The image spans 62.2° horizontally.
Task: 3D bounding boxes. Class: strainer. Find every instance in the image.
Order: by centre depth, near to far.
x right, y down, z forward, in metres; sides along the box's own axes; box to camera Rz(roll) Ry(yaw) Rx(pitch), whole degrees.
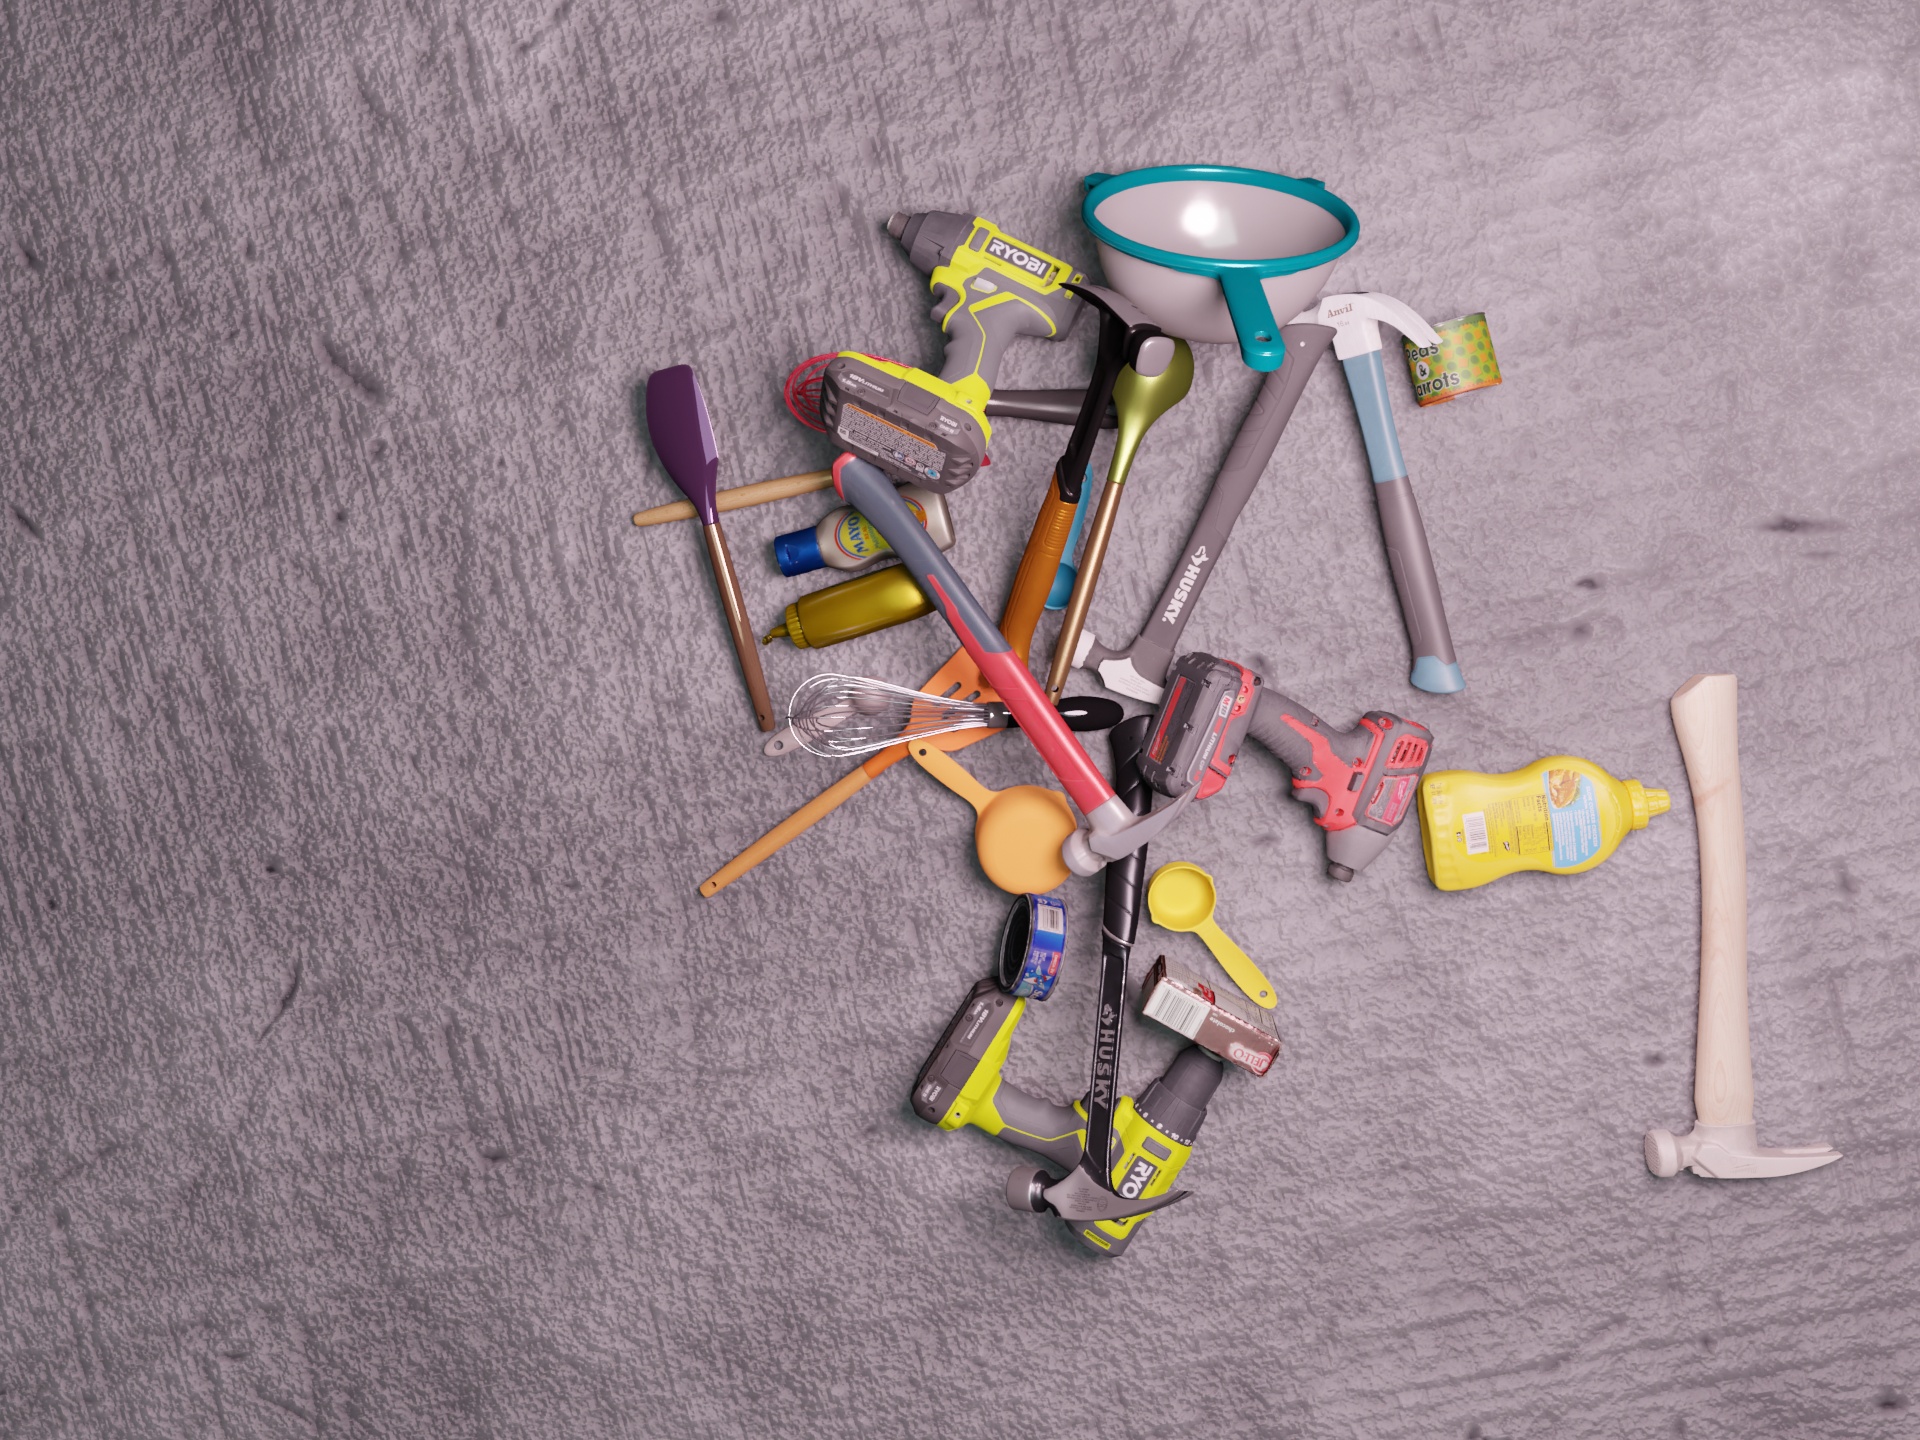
[{"bbox_3d":[0.197,-0.312,1.186,0.211,0.341,0.095,1,129,-1],"label":"strainer"}]

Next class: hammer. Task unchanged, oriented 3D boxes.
[{"bbox_3d":[0.031,-0.062,1.244,0.386,0.038,0.143,54,138,3],"label":"hammer"},{"bbox_3d":[0.074,-0.173,1.261,0.034,0.127,0.336,-2,127,-29],"label":"hammer"},{"bbox_3d":[0.347,-0.180,1.274,0.128,0.033,0.331,-7,103,46],"label":"hammer"},{"bbox_3d":[0.129,0.193,1.280,0.149,0.036,0.409,-2,73,32],"label":"hammer"},{"bbox_3d":[0.215,-0.164,1.284,0.146,0.035,0.334,26,106,3],"label":"hammer"},{"bbox_3d":[0.628,0.167,1.289,0.146,0.038,0.410,-3,94,5],"label":"hammer"}]

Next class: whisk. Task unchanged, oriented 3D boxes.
[{"bbox_3d":[-0.002,-0.004,1.311,0.284,0.070,0.070,-1,95,-11],"label":"whisk"},{"bbox_3d":[0.002,-0.264,1.315,0.296,0.073,0.073,3,95,-1],"label":"whisk"}]

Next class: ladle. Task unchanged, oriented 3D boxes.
[{"bbox_3d":[0.117,-0.167,1.292,0.078,0.062,0.320,16,97,-4],"label":"ladle"},{"bbox_3d":[-0.130,-0.199,1.339,0.315,0.069,0.031,-10,102,13],"label":"ladle"}]

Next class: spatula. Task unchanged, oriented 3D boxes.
[{"bbox_3d":[-0.206,-0.141,1.345,0.060,0.018,0.316,-10,103,24],"label":"spatula"},{"bbox_3d":[-0.096,0.057,1.370,0.322,0.041,0.081,-36,89,12],"label":"spatula"}]

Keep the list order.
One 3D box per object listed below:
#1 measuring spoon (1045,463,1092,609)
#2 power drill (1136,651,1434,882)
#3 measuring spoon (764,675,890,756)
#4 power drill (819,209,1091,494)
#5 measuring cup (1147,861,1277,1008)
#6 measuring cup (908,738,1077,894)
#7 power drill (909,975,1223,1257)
[{"bbox_3d":[0.091,-0.154,1.336,0.042,0.021,0.128,13,87,7],"label":"measuring spoon"},{"bbox_3d":[0.263,0.039,1.279,0.219,0.079,0.143,19,97,-15],"label":"power drill"},{"bbox_3d":[-0.117,0.000,1.368,0.124,0.018,0.034,-28,91,9],"label":"measuring spoon"},{"bbox_3d":[-0.015,-0.304,1.261,0.171,0.080,0.223,26,64,2],"label":"power drill"},{"bbox_3d":[0.216,0.183,1.348,0.062,0.029,0.156,-39,101,8],"label":"measuring cup"},{"bbox_3d":[0.024,0.077,1.325,0.173,0.052,0.095,39,100,-11],"label":"measuring cup"},{"bbox_3d":[0.092,0.315,1.343,0.228,0.080,0.190,32,93,1],"label":"power drill"}]
